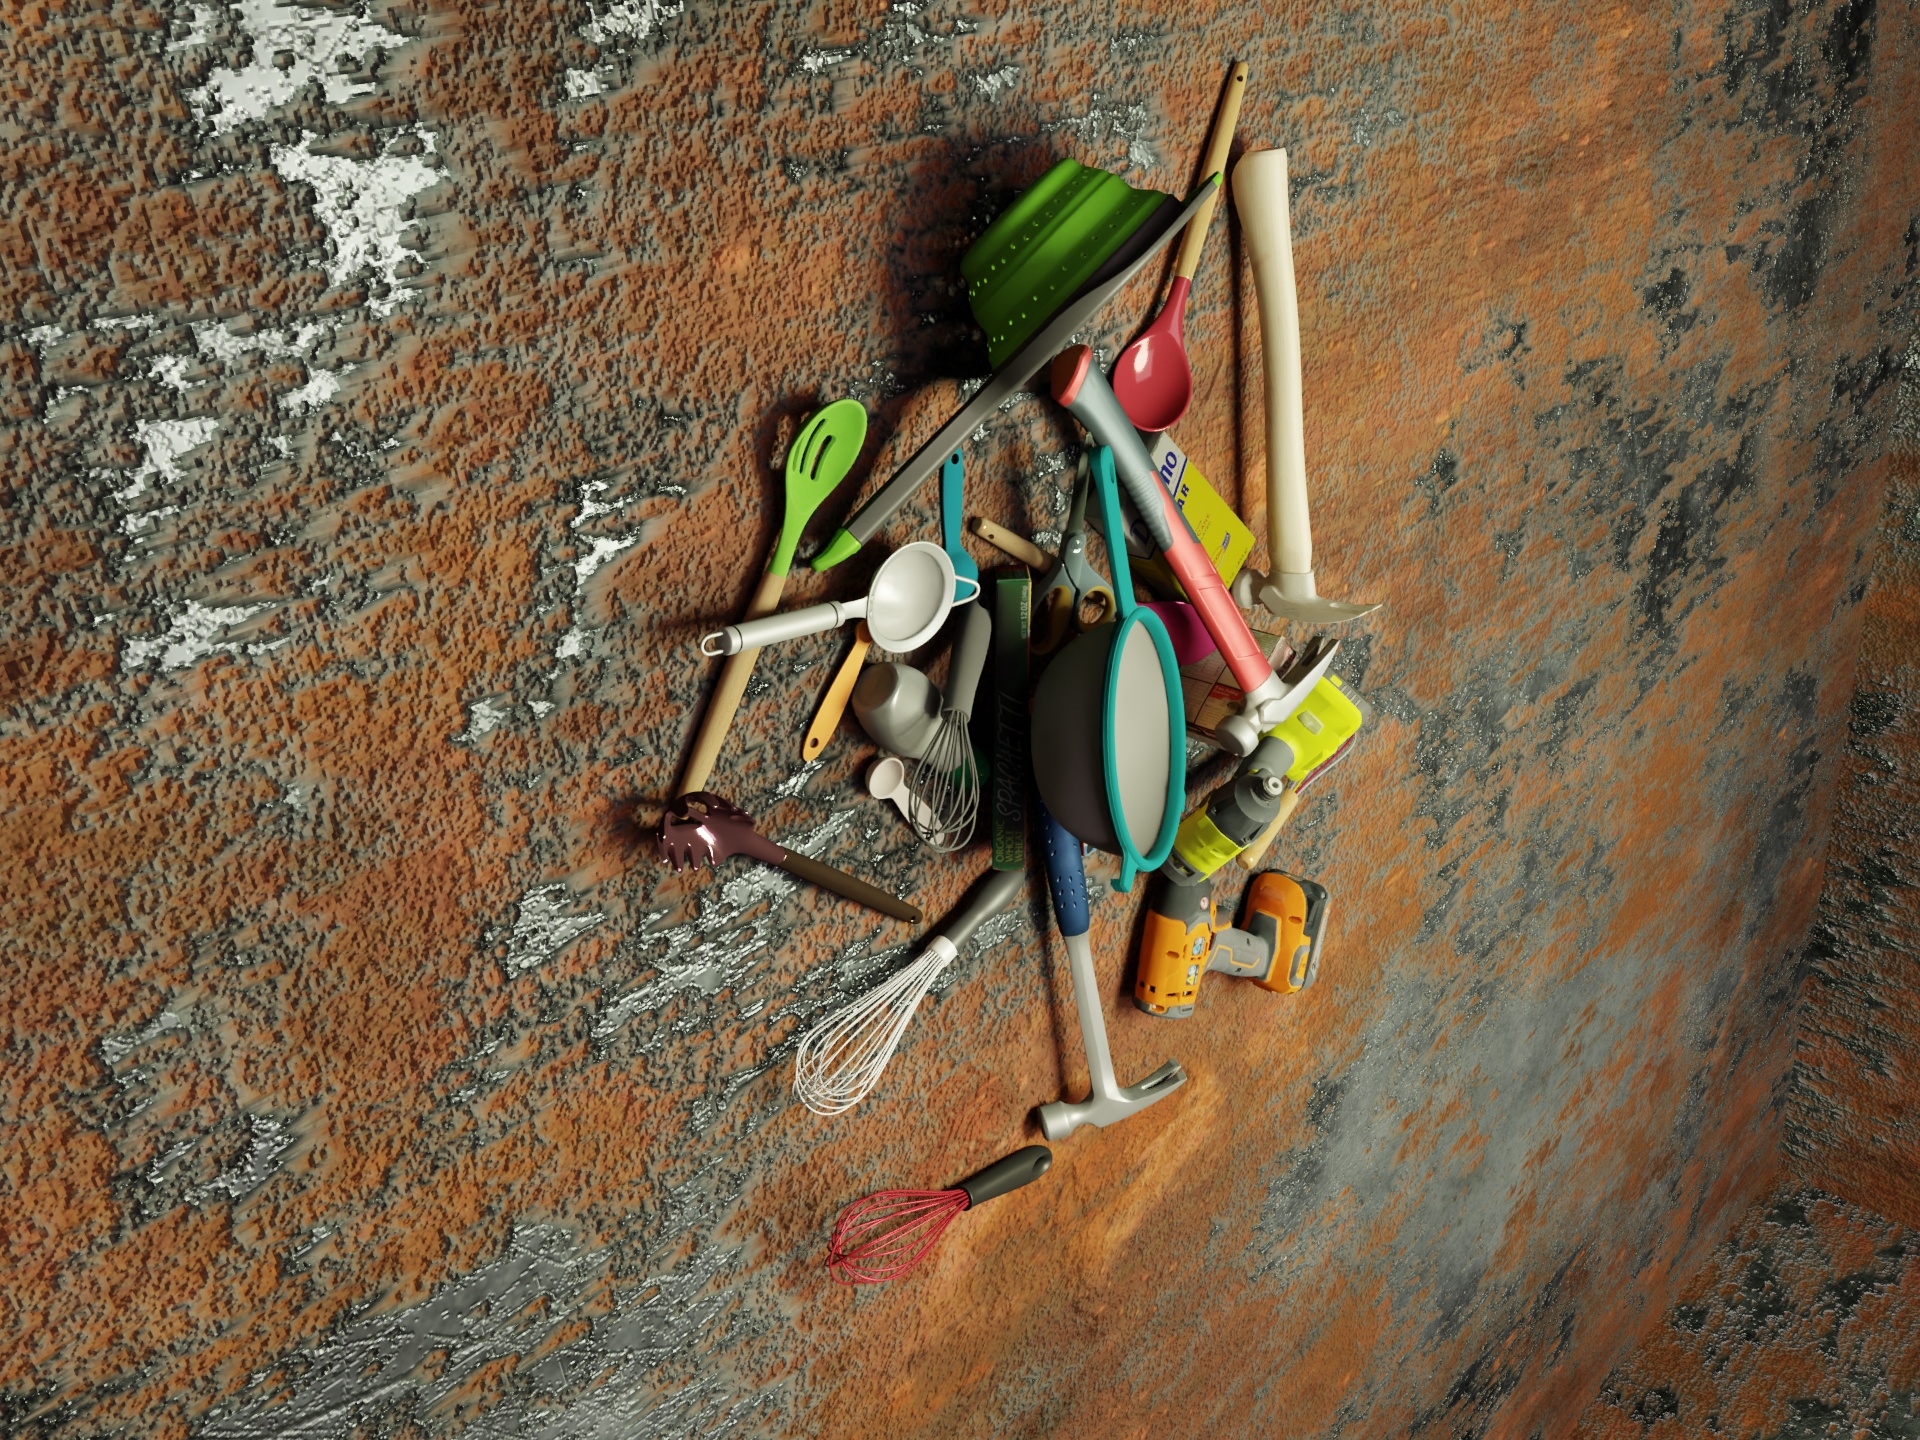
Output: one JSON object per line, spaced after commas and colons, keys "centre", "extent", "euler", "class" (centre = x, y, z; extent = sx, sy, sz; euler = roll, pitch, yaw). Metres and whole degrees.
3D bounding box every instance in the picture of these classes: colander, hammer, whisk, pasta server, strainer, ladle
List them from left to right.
{"centre": [-0.116, 0.113, 1.183], "extent": [0.060, 0.040, 0.316], "euler": [-48, 141, 7], "class": "pasta server"}
{"centre": [-0.087, -0.079, 1.130], "extent": [0.258, 0.050, 0.086], "euler": [-19, 124, -47], "class": "strainer"}
{"centre": [-0.037, 0.211, 1.303], "extent": [0.285, 0.070, 0.070], "euler": [-44, 131, -31], "class": "whisk"}
{"centre": [-0.010, 0.429, 1.408], "extent": [0.295, 0.073, 0.073], "euler": [-8, 111, -50], "class": "whisk"}
{"centre": [-0.001, -0.004, 1.197], "extent": [0.055, 0.055, 0.239], "euler": [50, 39, -43], "class": "whisk"}
{"centre": [0.010, -0.273, 1.134], "extent": [0.094, 0.204, 0.397], "euler": [45, 88, -9], "class": "colander"}
{"centre": [0.110, 0.195, 1.425], "extent": [0.144, 0.035, 0.405], "euler": [-15, 115, -8], "class": "hammer"}
{"centre": [0.101, -0.045, 1.265], "extent": [0.211, 0.095, 0.340], "euler": [-40, 124, -61], "class": "strainer"}
{"centre": [0.190, -0.390, 1.314], "extent": [0.069, 0.031, 0.315], "euler": [16, 91, -12], "class": "ladle"}
{"centre": [0.192, -0.154, 1.321], "extent": [0.143, 0.038, 0.386], "euler": [-45, 120, -19], "class": "hammer"}
{"centre": [0.289, -0.284, 1.388], "extent": [0.038, 0.146, 0.410], "euler": [-25, 117, -35], "class": "hammer"}
{"centre": [0.338, 0.064, 1.599], "extent": [0.245, 0.047, 0.051], "euler": [-49, 120, -33], "class": "whisk"}

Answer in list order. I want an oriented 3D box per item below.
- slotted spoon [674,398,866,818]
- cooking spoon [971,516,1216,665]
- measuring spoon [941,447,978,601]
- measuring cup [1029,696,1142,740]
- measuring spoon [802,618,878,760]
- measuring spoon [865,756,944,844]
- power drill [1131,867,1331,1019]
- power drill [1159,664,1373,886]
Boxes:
{"centre": [-0.140, -0.078, 1.107], "extent": [0.070, 0.031, 0.314], "euler": [18, 94, -62], "class": "slotted spoon"}
{"centre": [0.120, -0.106, 1.346], "extent": [0.068, 0.017, 0.318], "euler": [-38, 139, 28], "class": "cooking spoon"}
{"centre": [0.000, -0.151, 1.221], "extent": [0.042, 0.021, 0.128], "euler": [-19, 119, -39], "class": "measuring spoon"}
{"centre": [0.129, -0.006, 1.381], "extent": [0.173, 0.052, 0.095], "euler": [0, 105, -47], "class": "measuring cup"}
{"centre": [-0.093, -0.023, 1.189], "extent": [0.021, 0.011, 0.117], "euler": [25, 91, -43], "class": "measuring spoon"}
{"centre": [-0.044, 0.065, 1.269], "extent": [0.034, 0.018, 0.124], "euler": [-50, 141, -11], "class": "measuring spoon"}
{"centre": [0.270, 0.203, 1.583], "extent": [0.226, 0.084, 0.164], "euler": [0, 103, -41], "class": "power drill"}
{"centre": [0.286, 0.046, 1.475], "extent": [0.223, 0.080, 0.171], "euler": [-44, 177, -36], "class": "power drill"}
